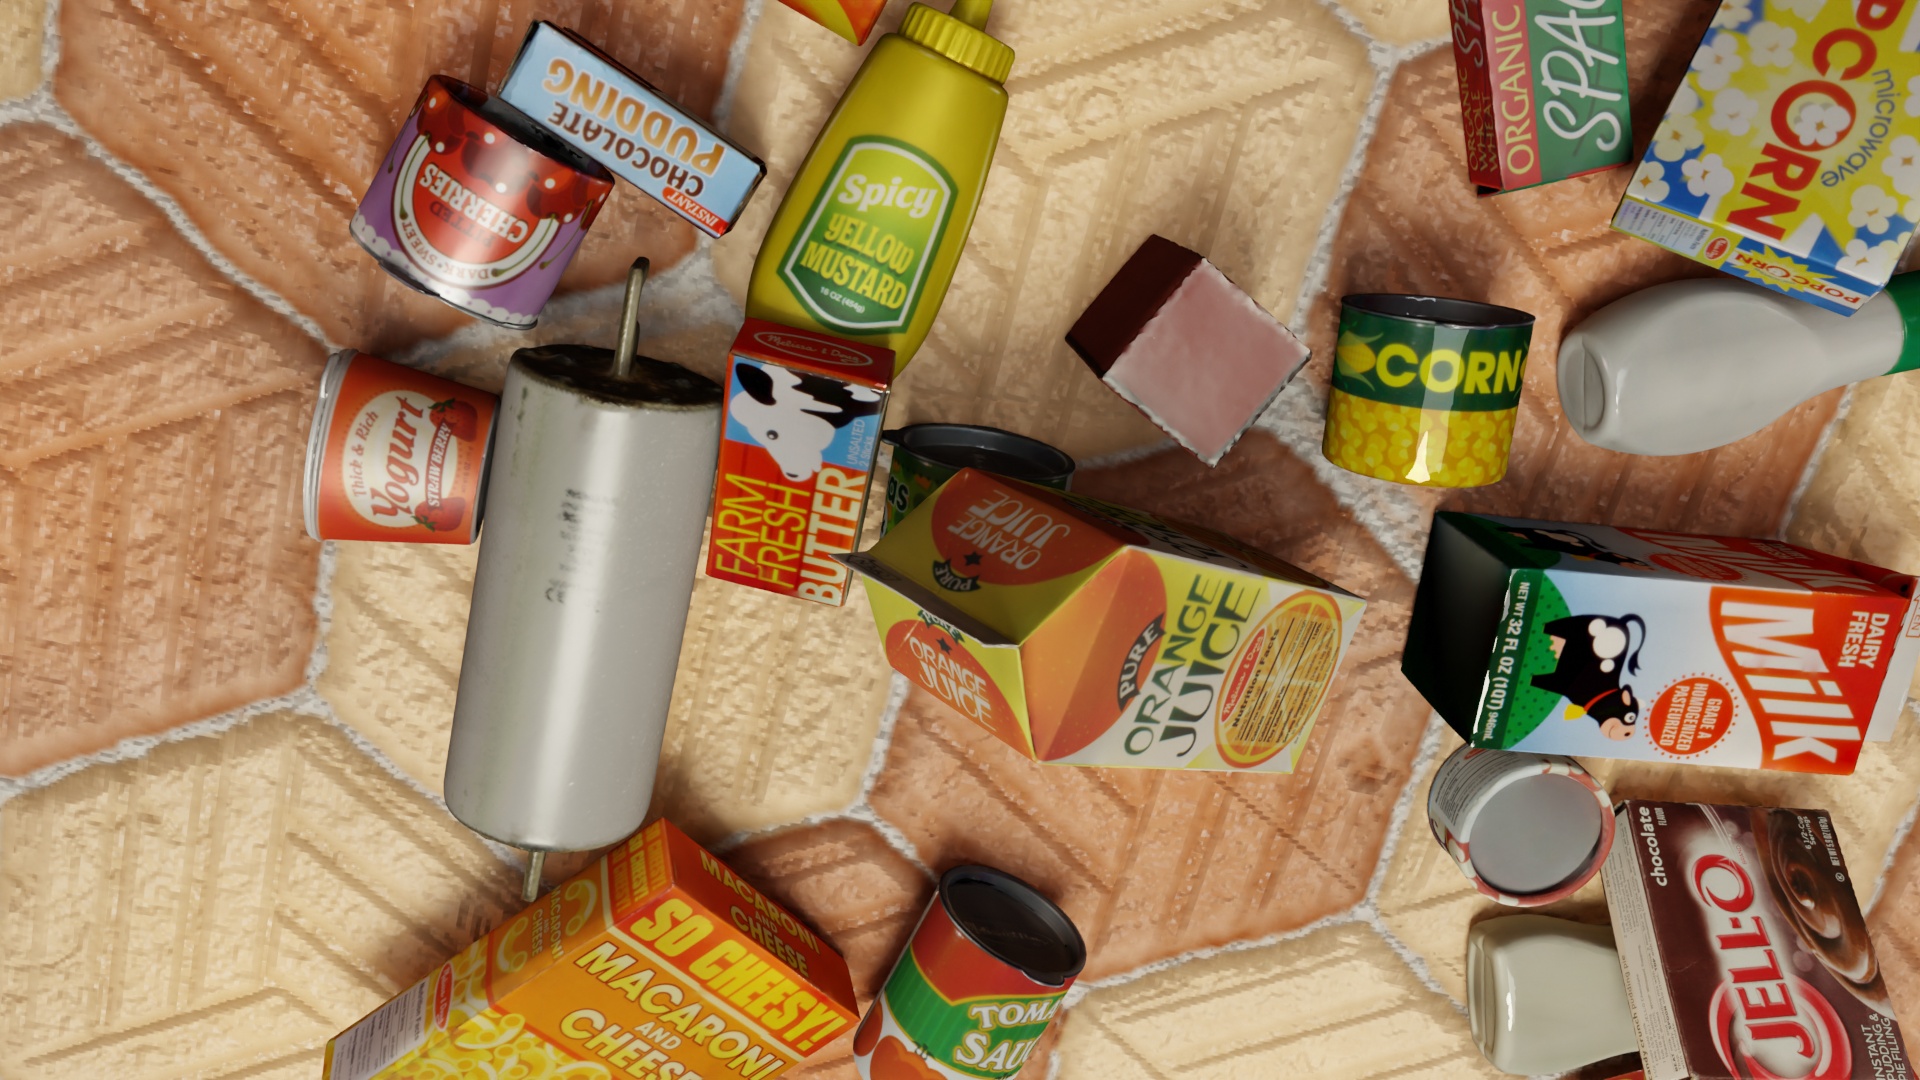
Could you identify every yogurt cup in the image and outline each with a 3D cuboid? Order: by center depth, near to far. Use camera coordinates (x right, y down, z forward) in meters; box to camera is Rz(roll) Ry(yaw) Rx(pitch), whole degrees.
[{"bbox_3d":[-0.193,-0.029,0.487,0.054,0.072,0.072,10,107,-15],"label":"yogurt cup"}]

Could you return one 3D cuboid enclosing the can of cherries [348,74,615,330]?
[{"bbox_3d":[-0.157,-0.111,0.458,0.071,0.072,0.058,32,103,-12],"label":"can of cherries"}]

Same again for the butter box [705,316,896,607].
[{"bbox_3d":[-0.057,-0.024,0.481,0.053,0.024,0.103,14,131,-2],"label":"butter box"}]

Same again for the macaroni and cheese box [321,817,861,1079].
[{"bbox_3d":[-0.143,0.194,0.552,0.166,0.040,0.123,-35,127,7],"label":"macaroni and cheese box"}]

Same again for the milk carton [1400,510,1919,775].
[{"bbox_3d":[0.278,0.039,0.532,0.191,0.073,0.072,6,107,-6],"label":"milk carton"}]

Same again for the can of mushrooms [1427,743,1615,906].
[{"bbox_3d":[0.233,0.116,0.574,0.071,0.033,0.070,-1,106,-4],"label":"can of mushrooms"}]

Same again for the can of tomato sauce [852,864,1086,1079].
[{"bbox_3d":[0.004,0.187,0.562,0.071,0.071,0.083,25,105,-11],"label":"can of tomato sauce"}]

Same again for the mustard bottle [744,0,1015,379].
[{"bbox_3d":[-0.021,-0.129,0.473,0.065,0.049,0.159,23,105,-11],"label":"mustard bottle"}]

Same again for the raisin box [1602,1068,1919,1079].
[{"bbox_3d":[0.334,0.250,0.600,0.123,0.040,0.085,-14,140,0],"label":"raisin box"}]

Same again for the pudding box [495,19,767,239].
[{"bbox_3d":[-0.107,-0.137,0.465,0.083,0.050,0.030,32,101,-13],"label":"pudding box"}]

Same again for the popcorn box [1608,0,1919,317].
[{"bbox_3d":[0.289,-0.151,0.464,0.085,0.038,0.126,27,93,18],"label":"popcorn box"}]

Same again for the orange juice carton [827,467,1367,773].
[{"bbox_3d":[0.048,0.029,0.460,0.193,0.072,0.073,11,103,-46],"label":"orange juice carton"}]

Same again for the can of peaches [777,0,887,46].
[{"bbox_3d":[-0.043,-0.199,0.442,0.058,0.071,0.071,26,104,-12],"label":"can of peaches"}]

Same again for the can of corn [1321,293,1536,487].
[{"bbox_3d":[0.167,-0.054,0.497,0.071,0.071,0.058,2,108,-4],"label":"can of corn"}]

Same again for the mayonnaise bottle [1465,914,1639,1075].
[{"bbox_3d":[0.296,0.190,0.597,0.148,0.041,0.064,-4,97,-4],"label":"mayonnaise bottle"}]

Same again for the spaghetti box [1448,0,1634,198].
[{"bbox_3d":[0.185,-0.243,0.462,0.050,0.029,0.249,-13,107,1],"label":"spaghetti box"}]

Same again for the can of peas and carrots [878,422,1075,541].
[{"bbox_3d":[0.002,-0.006,0.504,0.071,0.071,0.058,8,107,-6],"label":"can of peas and carrots"}]

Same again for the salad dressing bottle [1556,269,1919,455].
[{"bbox_3d":[0.302,-0.071,0.516,0.148,0.044,0.064,-11,112,-1],"label":"salad dressing bottle"}]
